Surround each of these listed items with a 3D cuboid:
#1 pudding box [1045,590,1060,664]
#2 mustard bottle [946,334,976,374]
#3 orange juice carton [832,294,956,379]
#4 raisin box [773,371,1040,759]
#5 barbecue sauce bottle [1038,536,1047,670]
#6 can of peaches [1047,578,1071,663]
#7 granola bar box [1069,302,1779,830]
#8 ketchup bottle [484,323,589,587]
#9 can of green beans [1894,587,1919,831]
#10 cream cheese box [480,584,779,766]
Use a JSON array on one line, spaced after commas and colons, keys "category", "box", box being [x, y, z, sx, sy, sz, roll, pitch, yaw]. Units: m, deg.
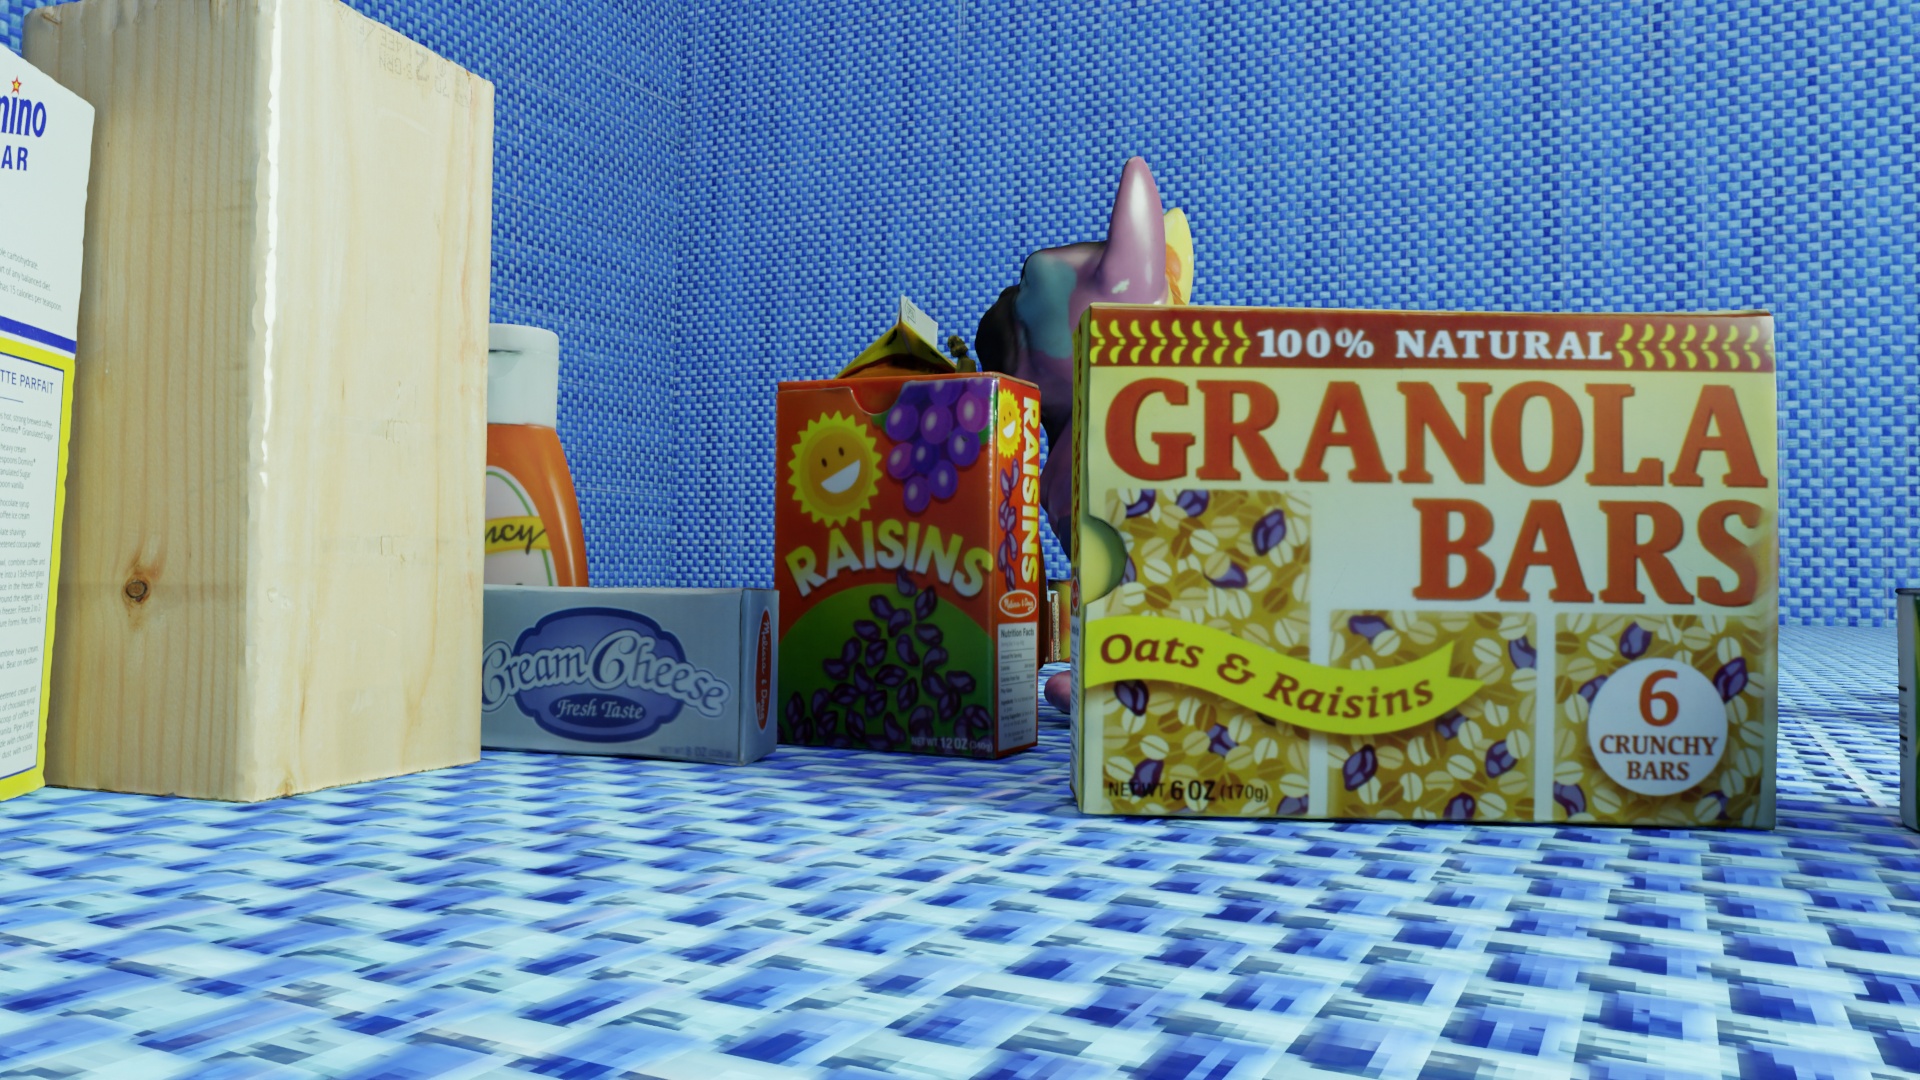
[{"category": "pudding box", "box": [0.025, 0.058, 0.944, 0.084, 0.049, 0.030, 0, -2, 16]}, {"category": "mustard bottle", "box": [0.002, -0.007, 0.583, 0.049, 0.160, 0.065, 2, -2, -20]}, {"category": "orange juice carton", "box": [-0.022, -0.021, 0.694, 0.073, 0.192, 0.072, 0, -2, 14]}, {"category": "raisin box", "box": [-0.019, 0.008, 0.467, 0.086, 0.123, 0.040, 0, -2, 28]}, {"category": "barbecue sauce bottle", "box": [0.022, 0.006, 0.865, 0.065, 0.148, 0.043, 0, -2, 13]}, {"category": "can of peaches", "box": [0.095, 0.055, 0.967, 0.071, 0.058, 0.071, 1, -2, 0]}, {"category": "granola bar box", "box": [0.111, 0.006, 0.345, 0.166, 0.124, 0.039, 1, -2, 2]}, {"category": "ketchup bottle", "box": [-0.173, -0.005, 0.525, 0.065, 0.148, 0.043, 1, -2, -6]}, {"category": "can of green beans", "box": [0.256, 0.040, 0.321, 0.071, 0.058, 0.071, 1, -2, 0]}, {"category": "cream cheese box", "box": [-0.109, 0.041, 0.438, 0.104, 0.053, 0.024, 0, -2, 19]}]
